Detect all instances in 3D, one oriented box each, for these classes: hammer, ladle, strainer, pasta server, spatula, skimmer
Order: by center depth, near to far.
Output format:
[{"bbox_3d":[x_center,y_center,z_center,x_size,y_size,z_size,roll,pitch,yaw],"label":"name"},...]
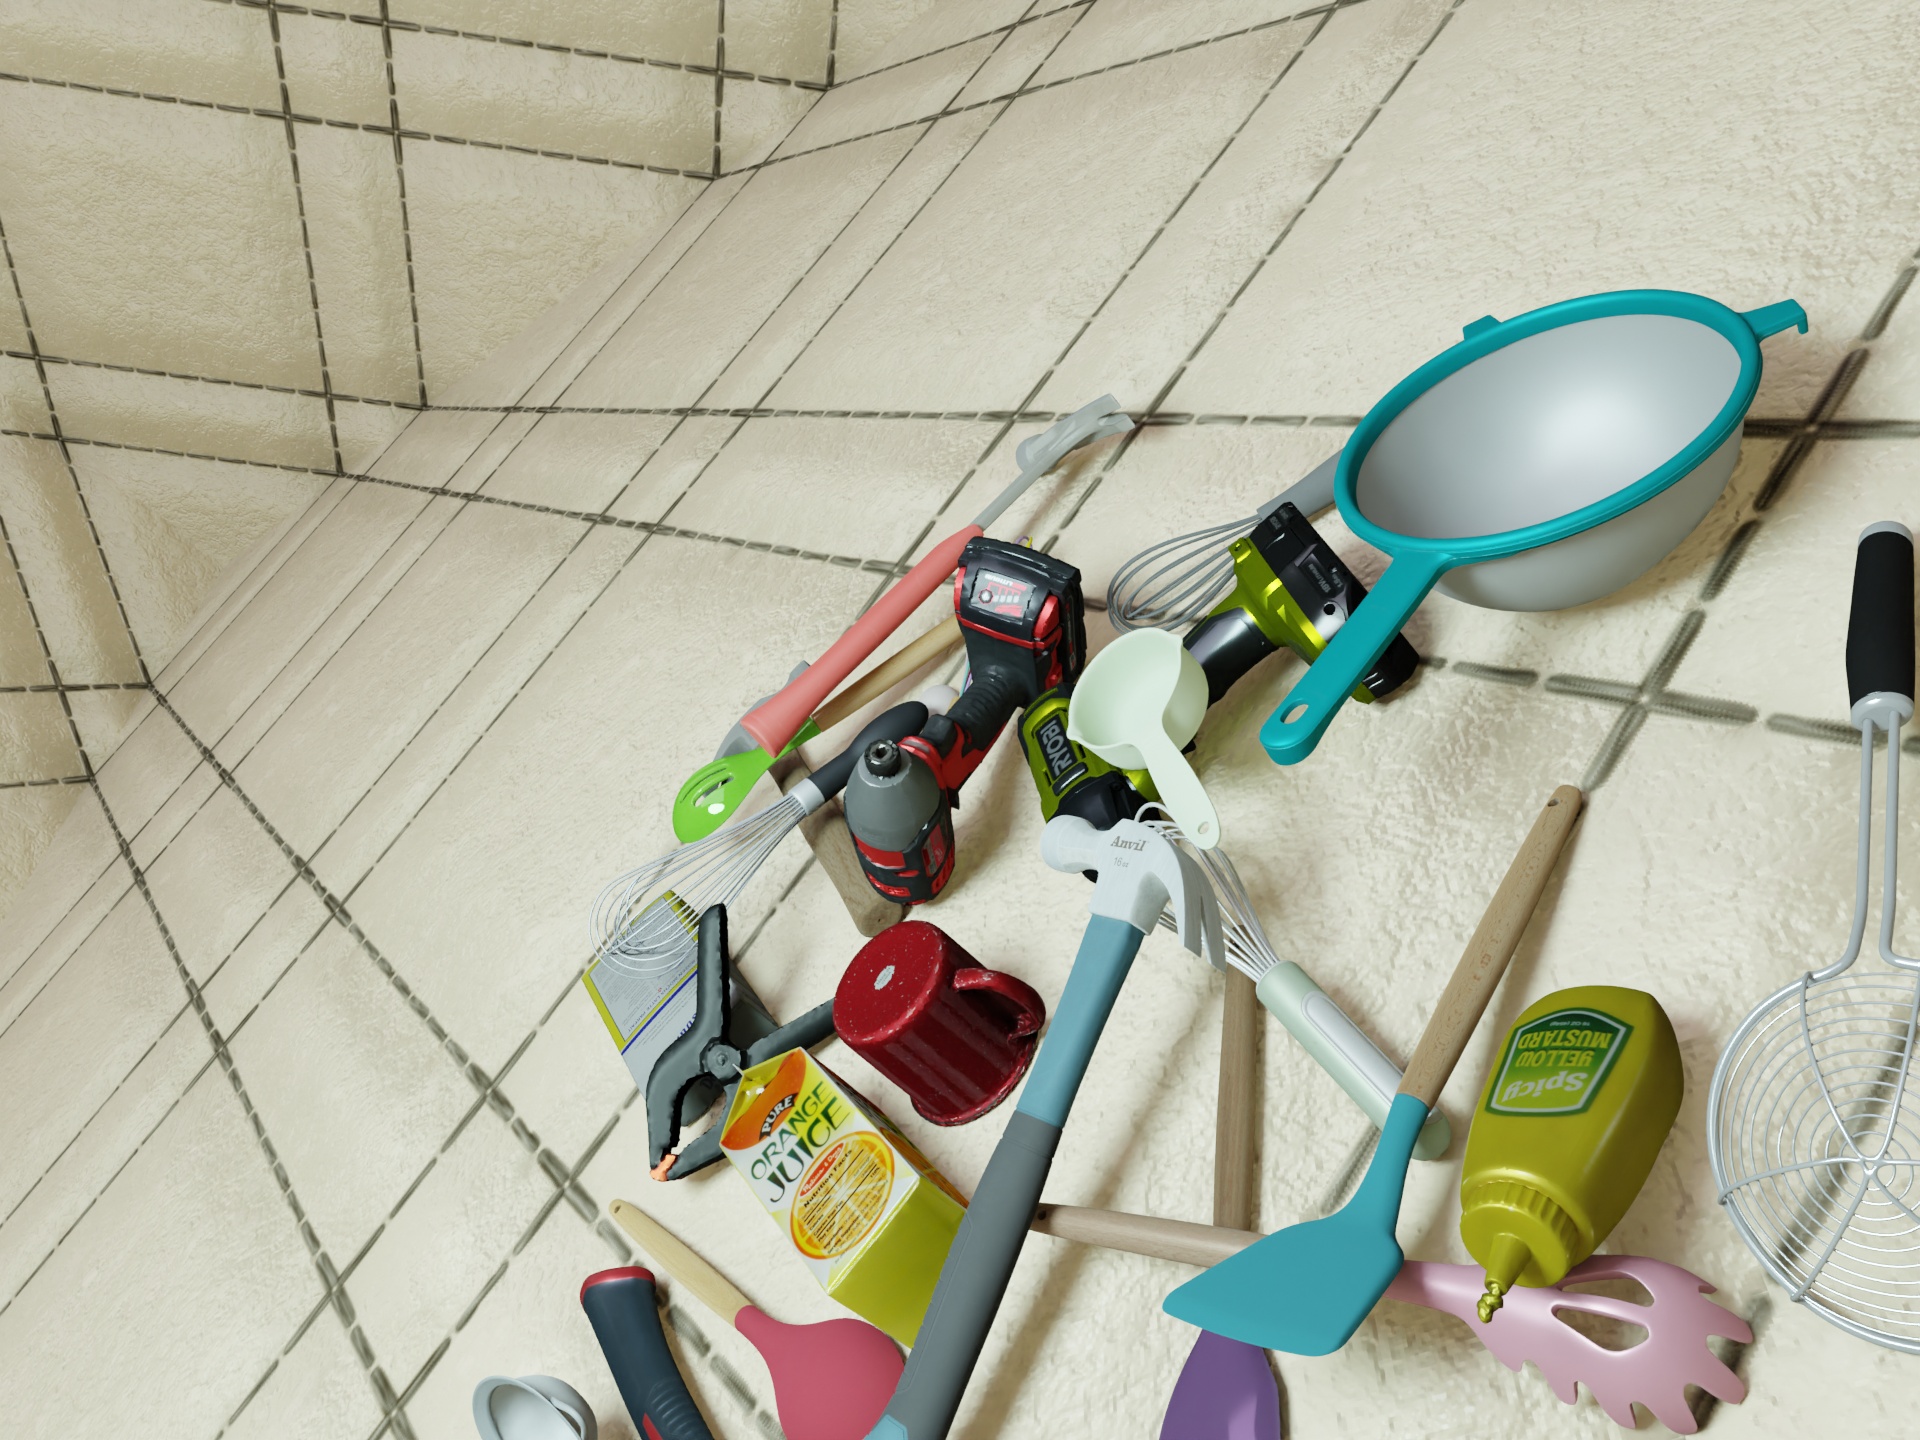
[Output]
[{"bbox_3d":[0.366,0.058,0.618,0.127,0.090,0.363,-18,30,42],"label":"skimmer"},{"bbox_3d":[0.150,0.227,0.653,0.316,0.040,0.060,-7,48,44],"label":"pasta server"},{"bbox_3d":[0.197,0.134,0.669,0.082,0.044,0.317,-7,38,51],"label":"spatula"},{"bbox_3d":[0.121,0.225,0.717,0.060,0.018,0.316,-22,39,33],"label":"spatula"},{"bbox_3d":[0.031,0.201,0.749,0.128,0.033,0.331,5,66,52],"label":"hammer"},{"bbox_3d":[-0.132,0.404,0.786,0.143,0.038,0.387,-51,32,-6],"label":"hammer"},{"bbox_3d":[0.269,-0.079,0.803,0.340,0.095,0.211,-48,33,-19],"label":"strainer"},{"bbox_3d":[-0.130,0.323,0.890,0.315,0.031,0.069,8,58,55],"label":"ladle"},{"bbox_3d":[-0.267,0.422,0.890,0.258,0.087,0.050,-43,-3,29],"label":"strainer"},{"bbox_3d":[-0.110,0.064,1.160,0.130,0.031,0.332,-44,32,1],"label":"hammer"},{"bbox_3d":[-0.021,-0.108,1.170,0.359,0.036,0.149,-46,14,-19],"label":"hammer"}]

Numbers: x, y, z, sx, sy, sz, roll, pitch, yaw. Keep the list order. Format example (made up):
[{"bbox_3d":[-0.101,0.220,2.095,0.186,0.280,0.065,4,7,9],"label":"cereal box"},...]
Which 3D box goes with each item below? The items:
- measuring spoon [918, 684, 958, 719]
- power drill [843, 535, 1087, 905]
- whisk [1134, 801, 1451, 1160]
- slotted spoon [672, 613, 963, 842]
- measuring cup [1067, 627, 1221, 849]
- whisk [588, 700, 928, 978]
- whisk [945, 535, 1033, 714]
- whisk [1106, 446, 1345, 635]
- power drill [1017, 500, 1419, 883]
[{"bbox_3d":[-0.027,0.020,1.127,0.034,0.018,0.124,-21,40,34],"label":"measuring spoon"},{"bbox_3d":[-0.002,-0.003,1.002,0.078,0.143,0.220,20,61,20],"label":"power drill"},{"bbox_3d":[0.147,0.119,0.761,0.057,0.059,0.247,-13,36,-24],"label":"whisk"},{"bbox_3d":[-0.087,-0.013,1.178,0.314,0.031,0.070,-35,34,-6],"label":"slotted spoon"},{"bbox_3d":[0.110,0.018,0.830,0.083,0.038,0.168,-42,37,16],"label":"measuring cup"},{"bbox_3d":[-0.130,0.071,1.078,0.284,0.070,0.070,-39,28,-21],"label":"whisk"},{"bbox_3d":[0.012,-0.028,1.121,0.047,0.051,0.245,-14,47,52],"label":"whisk"},{"bbox_3d":[0.196,-0.128,1.018,0.239,0.055,0.055,-33,33,11],"label":"whisk"},{"bbox_3d":[0.140,-0.007,0.915,0.223,0.080,0.171,-40,31,15],"label":"power drill"}]
